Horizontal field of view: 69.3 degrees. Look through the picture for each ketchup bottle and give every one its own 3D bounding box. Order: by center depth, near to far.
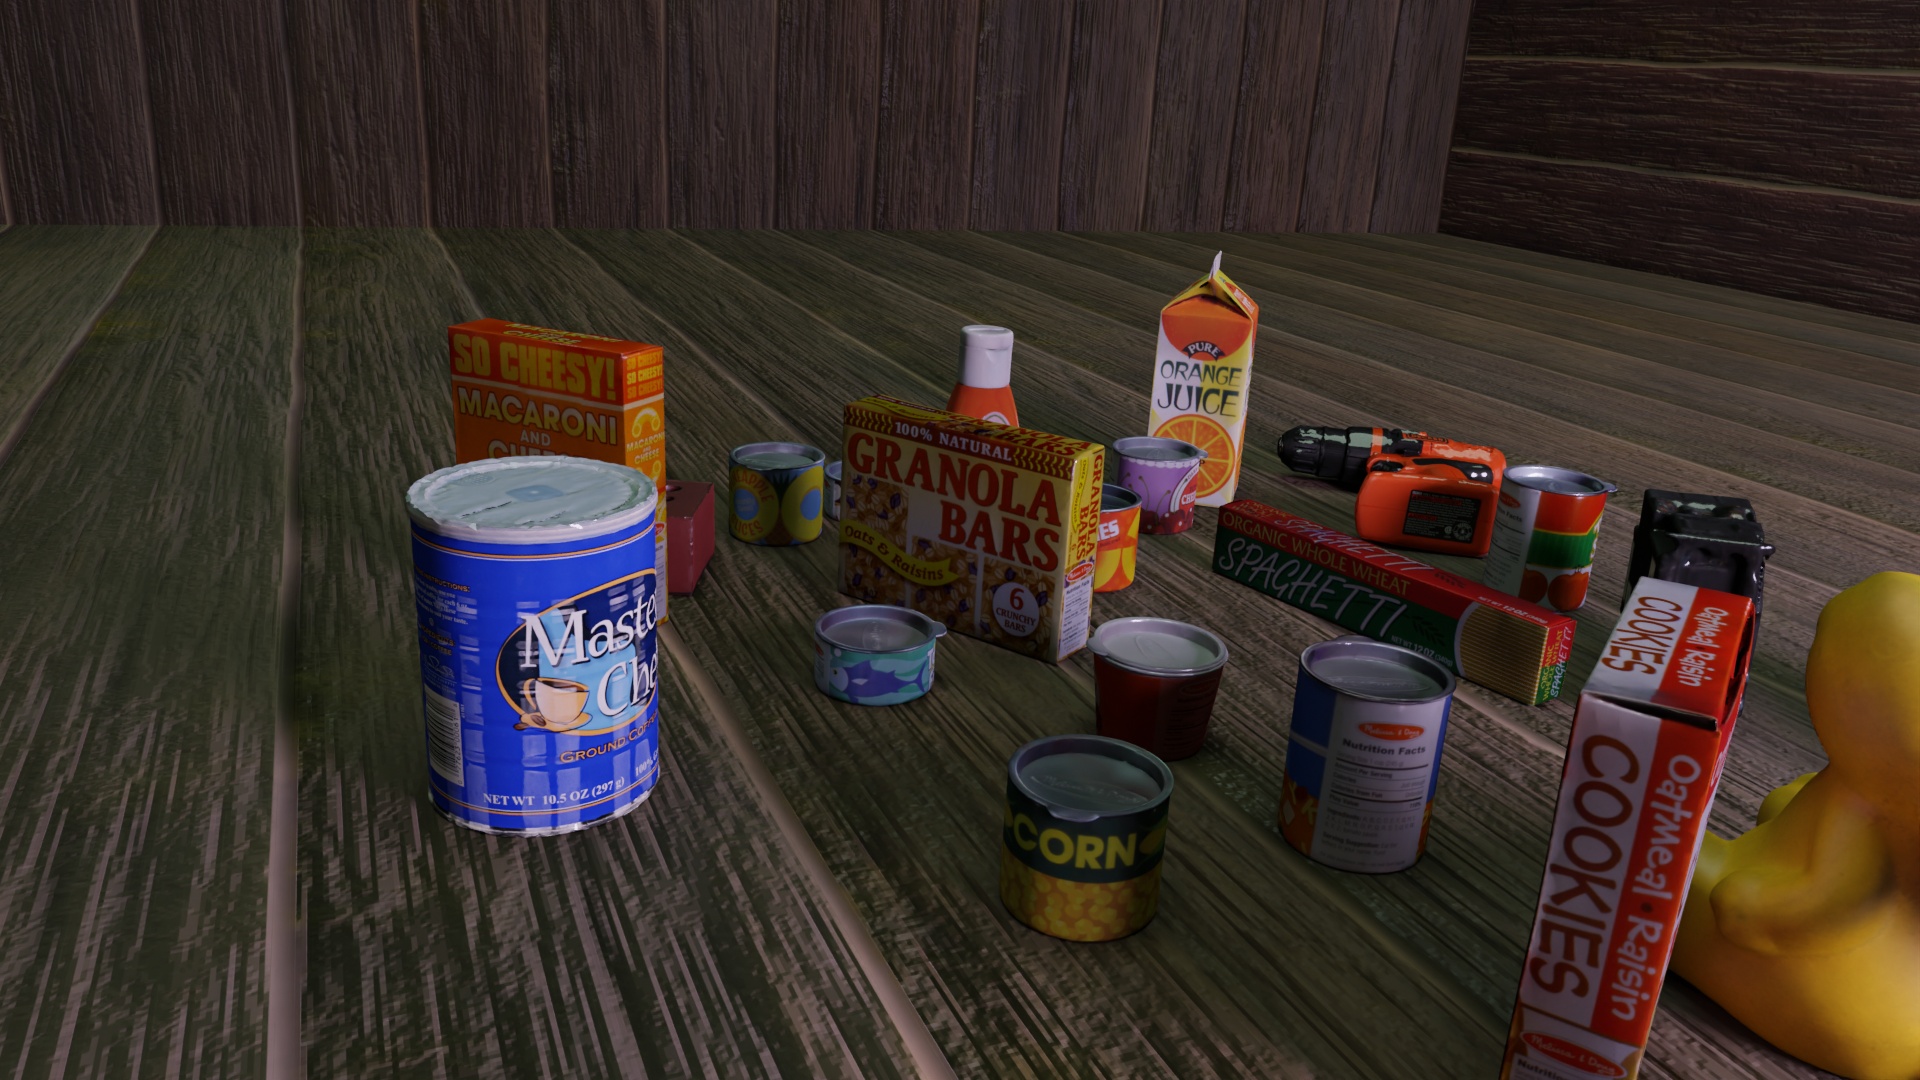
[{"bbox_3d":[0.013,-0.075,0.977,0.065,0.148,0.043,-6,21,-26],"label":"ketchup bottle"}]

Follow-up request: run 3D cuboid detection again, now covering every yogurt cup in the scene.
[{"bbox_3d":[0.098,0.075,0.702,0.072,0.053,0.072,3,19,-1],"label":"yogurt cup"}]

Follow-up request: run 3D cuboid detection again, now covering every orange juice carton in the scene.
[{"bbox_3d":[0.192,-0.129,1.097,0.073,0.192,0.072,8,19,14],"label":"orange juice carton"}]

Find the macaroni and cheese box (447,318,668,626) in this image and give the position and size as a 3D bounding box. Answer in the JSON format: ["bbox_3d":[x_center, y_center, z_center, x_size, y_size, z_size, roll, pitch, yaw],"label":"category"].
[{"bbox_3d":[-0.230,-0.037,0.796,0.124,0.165,0.040,11,20,22],"label":"macaroni and cheese box"}]

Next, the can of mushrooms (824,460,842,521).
[{"bbox_3d":[-0.066,-0.036,1.026,0.071,0.033,0.071,3,19,-1],"label":"can of mushrooms"}]

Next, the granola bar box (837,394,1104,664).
[{"bbox_3d":[0.003,-0.010,0.826,0.165,0.123,0.039,16,22,33],"label":"granola bar box"}]

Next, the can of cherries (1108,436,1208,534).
[{"bbox_3d":[0.147,-0.041,1.040,0.071,0.058,0.072,3,19,-1],"label":"can of cherries"}]

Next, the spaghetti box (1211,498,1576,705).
[{"bbox_3d":[0.256,0.032,0.862,0.029,0.050,0.250,-10,23,-35],"label":"spaghetti box"}]

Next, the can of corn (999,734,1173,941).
[{"bbox_3d":[0.049,0.120,0.559,0.071,0.058,0.071,3,19,-1],"label":"can of corn"}]

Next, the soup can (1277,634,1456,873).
[{"bbox_3d":[0.179,0.094,0.618,0.071,0.083,0.071,3,19,-1],"label":"soup can"}]

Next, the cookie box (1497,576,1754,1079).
[{"bbox_3d":[0.218,0.108,0.455,0.040,0.166,0.123,14,22,29],"label":"cookie box"}]

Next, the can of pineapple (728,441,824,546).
[{"bbox_3d":[-0.130,-0.033,0.968,0.071,0.057,0.071,3,19,-1],"label":"can of pineapple"}]

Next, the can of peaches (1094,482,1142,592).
[{"bbox_3d":[0.084,-0.002,0.917,0.071,0.057,0.071,3,19,-1],"label":"can of peaches"}]

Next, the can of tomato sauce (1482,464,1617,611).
[{"bbox_3d":[0.393,-0.002,0.932,0.071,0.082,0.071,3,19,-1],"label":"can of tomato sauce"}]

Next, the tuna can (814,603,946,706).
[{"bbox_3d":[-0.044,0.061,0.750,0.071,0.032,0.071,3,19,-1],"label":"tuna can"}]
